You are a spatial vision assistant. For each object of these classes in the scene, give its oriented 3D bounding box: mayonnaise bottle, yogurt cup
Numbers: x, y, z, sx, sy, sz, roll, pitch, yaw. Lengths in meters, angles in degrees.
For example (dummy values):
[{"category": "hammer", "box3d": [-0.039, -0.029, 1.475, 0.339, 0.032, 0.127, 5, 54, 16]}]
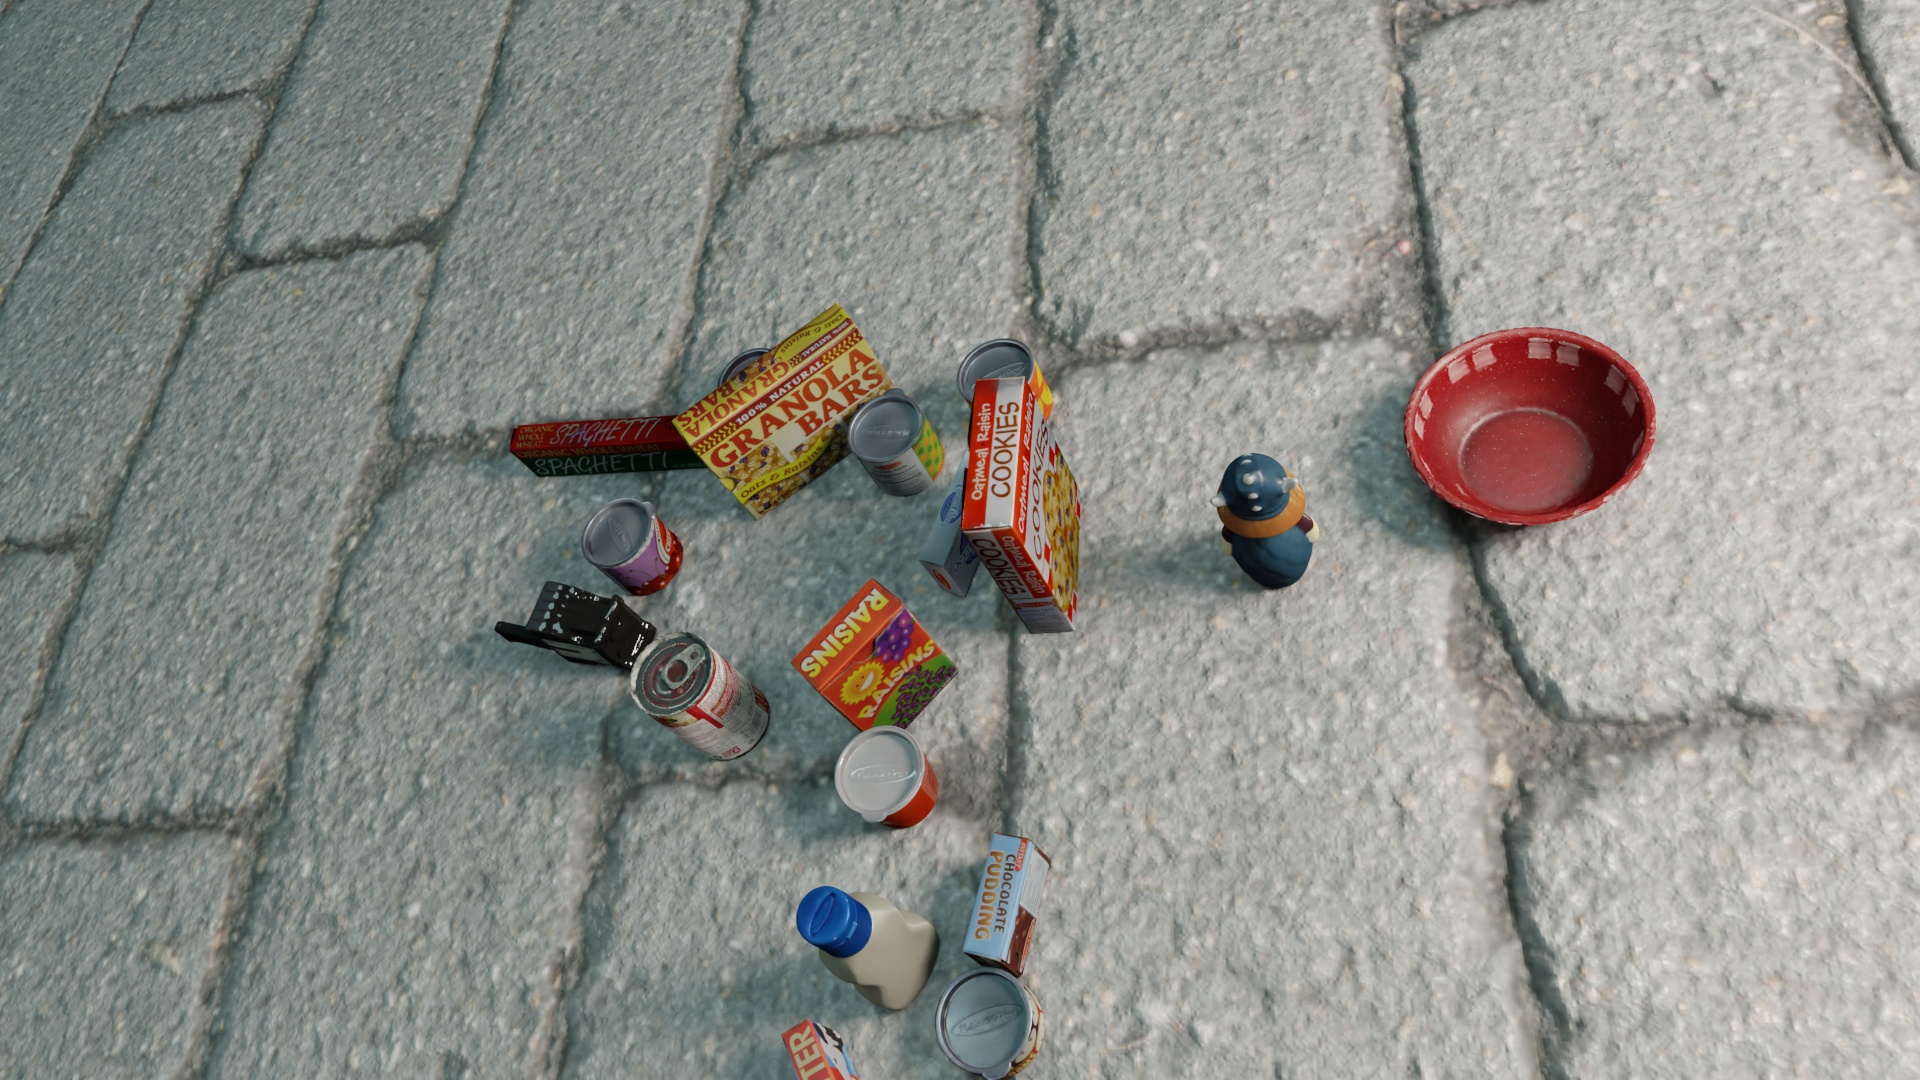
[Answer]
[{"category": "mayonnaise bottle", "box3d": [-0.060, 0.260, 0.901, 0.041, 0.147, 0.065, 19, 70, 29]}, {"category": "yogurt cup", "box3d": [-0.050, 0.174, 1.003, 0.072, 0.053, 0.073, -9, 59, 16]}]

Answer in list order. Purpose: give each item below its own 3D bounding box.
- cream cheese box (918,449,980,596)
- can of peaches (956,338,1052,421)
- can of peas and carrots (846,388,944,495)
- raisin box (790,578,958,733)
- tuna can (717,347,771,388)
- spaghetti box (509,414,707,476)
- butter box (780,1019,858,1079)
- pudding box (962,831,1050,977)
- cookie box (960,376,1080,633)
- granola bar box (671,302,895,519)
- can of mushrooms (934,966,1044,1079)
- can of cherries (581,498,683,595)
[{"category": "cream cheese box", "box3d": [0.004, -0.014, 1.092, 0.024, 0.053, 0.104, 12, 66, 26]}, {"category": "can of peaches", "box3d": [0.038, -0.121, 1.138, 0.071, 0.058, 0.071, -9, 59, 16]}, {"category": "can of peas and carrots", "box3d": [-0.052, -0.081, 1.148, 0.071, 0.058, 0.071, -9, 59, 16]}, {"category": "raisin box", "box3d": [-0.060, 0.093, 1.012, 0.086, 0.123, 0.040, -46, 56, -8]}, {"category": "tuna can", "box3d": [-0.179, -0.136, 1.244, 0.071, 0.032, 0.071, -9, 59, 16]}, {"category": "spaghetti box", "box3d": [-0.288, -0.086, 1.246, 0.250, 0.050, 0.029, -2, 61, 20]}, {"category": "butter box", "box3d": [-0.080, 0.367, 0.904, 0.024, 0.053, 0.104, -31, 55, 2]}, {"category": "pudding box", "box3d": [0.032, 0.245, 0.934, 0.030, 0.049, 0.084, 5, 64, 24]}, {"category": "cookie box", "box3d": [0.047, -0.023, 1.011, 0.040, 0.167, 0.123, -5, 60, 18]}, {"category": "granola bar box", "box3d": [-0.137, -0.104, 1.155, 0.165, 0.123, 0.039, -36, 56, -2]}, {"category": "can of mushrooms", "box3d": [0.020, 0.318, 0.906, 0.071, 0.033, 0.071, -9, 59, 16]}, {"category": "can of cherries", "box3d": [-0.277, 0.005, 1.184, 0.071, 0.058, 0.072, -9, 59, 16]}]
